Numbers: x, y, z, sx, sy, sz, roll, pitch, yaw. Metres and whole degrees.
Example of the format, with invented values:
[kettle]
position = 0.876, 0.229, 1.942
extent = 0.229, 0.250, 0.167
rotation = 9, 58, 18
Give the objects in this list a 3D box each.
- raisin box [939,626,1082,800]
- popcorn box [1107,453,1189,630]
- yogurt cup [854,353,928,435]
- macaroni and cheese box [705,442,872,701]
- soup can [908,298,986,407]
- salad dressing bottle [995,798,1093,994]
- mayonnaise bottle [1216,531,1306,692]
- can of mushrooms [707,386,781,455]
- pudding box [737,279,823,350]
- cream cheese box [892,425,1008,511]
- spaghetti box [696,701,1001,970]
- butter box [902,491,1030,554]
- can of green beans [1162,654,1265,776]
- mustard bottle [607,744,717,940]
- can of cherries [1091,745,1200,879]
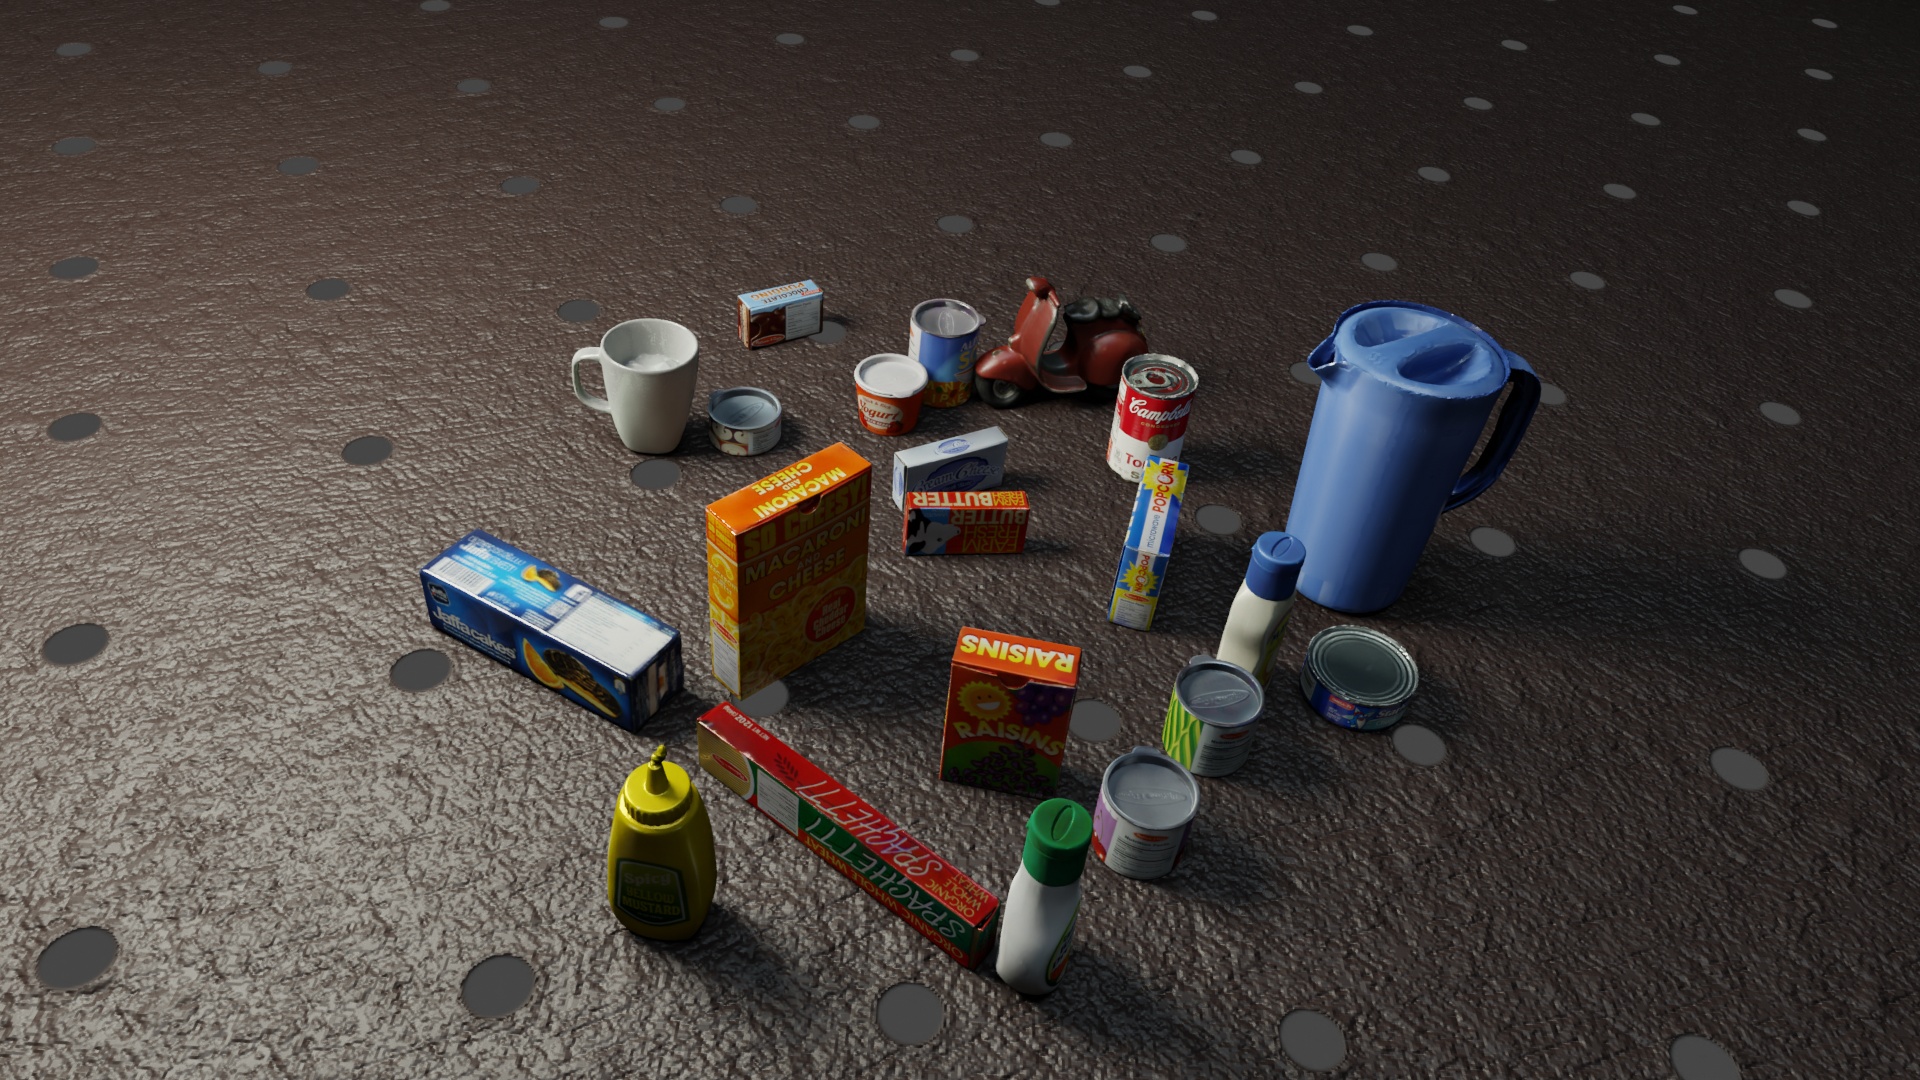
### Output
[raisin box]
position = 0.033, 0.121, 0.962
extent = 0.086, 0.122, 0.040
rotation = 11, 41, 5
[popcorn box]
position = 0.155, 0.001, 1.146
extent = 0.038, 0.084, 0.127
rotation = 13, 41, 8
[yogurt cup]
position = -0.066, -0.135, 1.296
extent = 0.072, 0.053, 0.073
rotation = 4, 41, -3
[macaroni and cheese box]
position = -0.124, 0.024, 1.021
extent = 0.124, 0.165, 0.040
rotation = -30, 52, -35
[soup can]
position = -0.014, -0.179, 1.331
extent = 0.071, 0.083, 0.072
rotation = 4, 41, -3
[salad dressing bottle]
position = 0.051, 0.215, 0.838
extent = 0.044, 0.146, 0.064
rotation = 19, 42, 14
[mayonnaise bottle]
position = 0.223, 0.060, 1.039
extent = 0.041, 0.147, 0.065
rotation = 28, 45, 23
[can of mushrooms]
position = -0.198, -0.110, 1.266
extent = 0.071, 0.033, 0.071
rotation = 4, 41, -3
[pudding box]
position = -0.180, -0.226, 1.390
extent = 0.084, 0.049, 0.030
rotation = -19, 47, -27
[cream cheese box]
position = -0.009, -0.063, 1.222
extent = 0.104, 0.053, 0.024
rotation = -16, 46, -24
[spaghetti box]
position = -0.078, 0.192, 0.921
extent = 0.250, 0.049, 0.029
rotation = 31, 46, 25
[butter box]
position = 0.004, -0.015, 1.168
extent = 0.103, 0.052, 0.024
rotation = -1, 41, -9
[can of green beans]
position = 0.185, 0.131, 1.021
extent = 0.071, 0.057, 0.071
rotation = 4, 41, -3
[mustard bottle]
position = -0.182, 0.179, 0.839
extent = 0.065, 0.159, 0.049
rotation = 9, 41, 3
[can of cherries]
position = 0.126, 0.186, 0.949
extent = 0.071, 0.058, 0.072
rotation = 4, 41, -3
